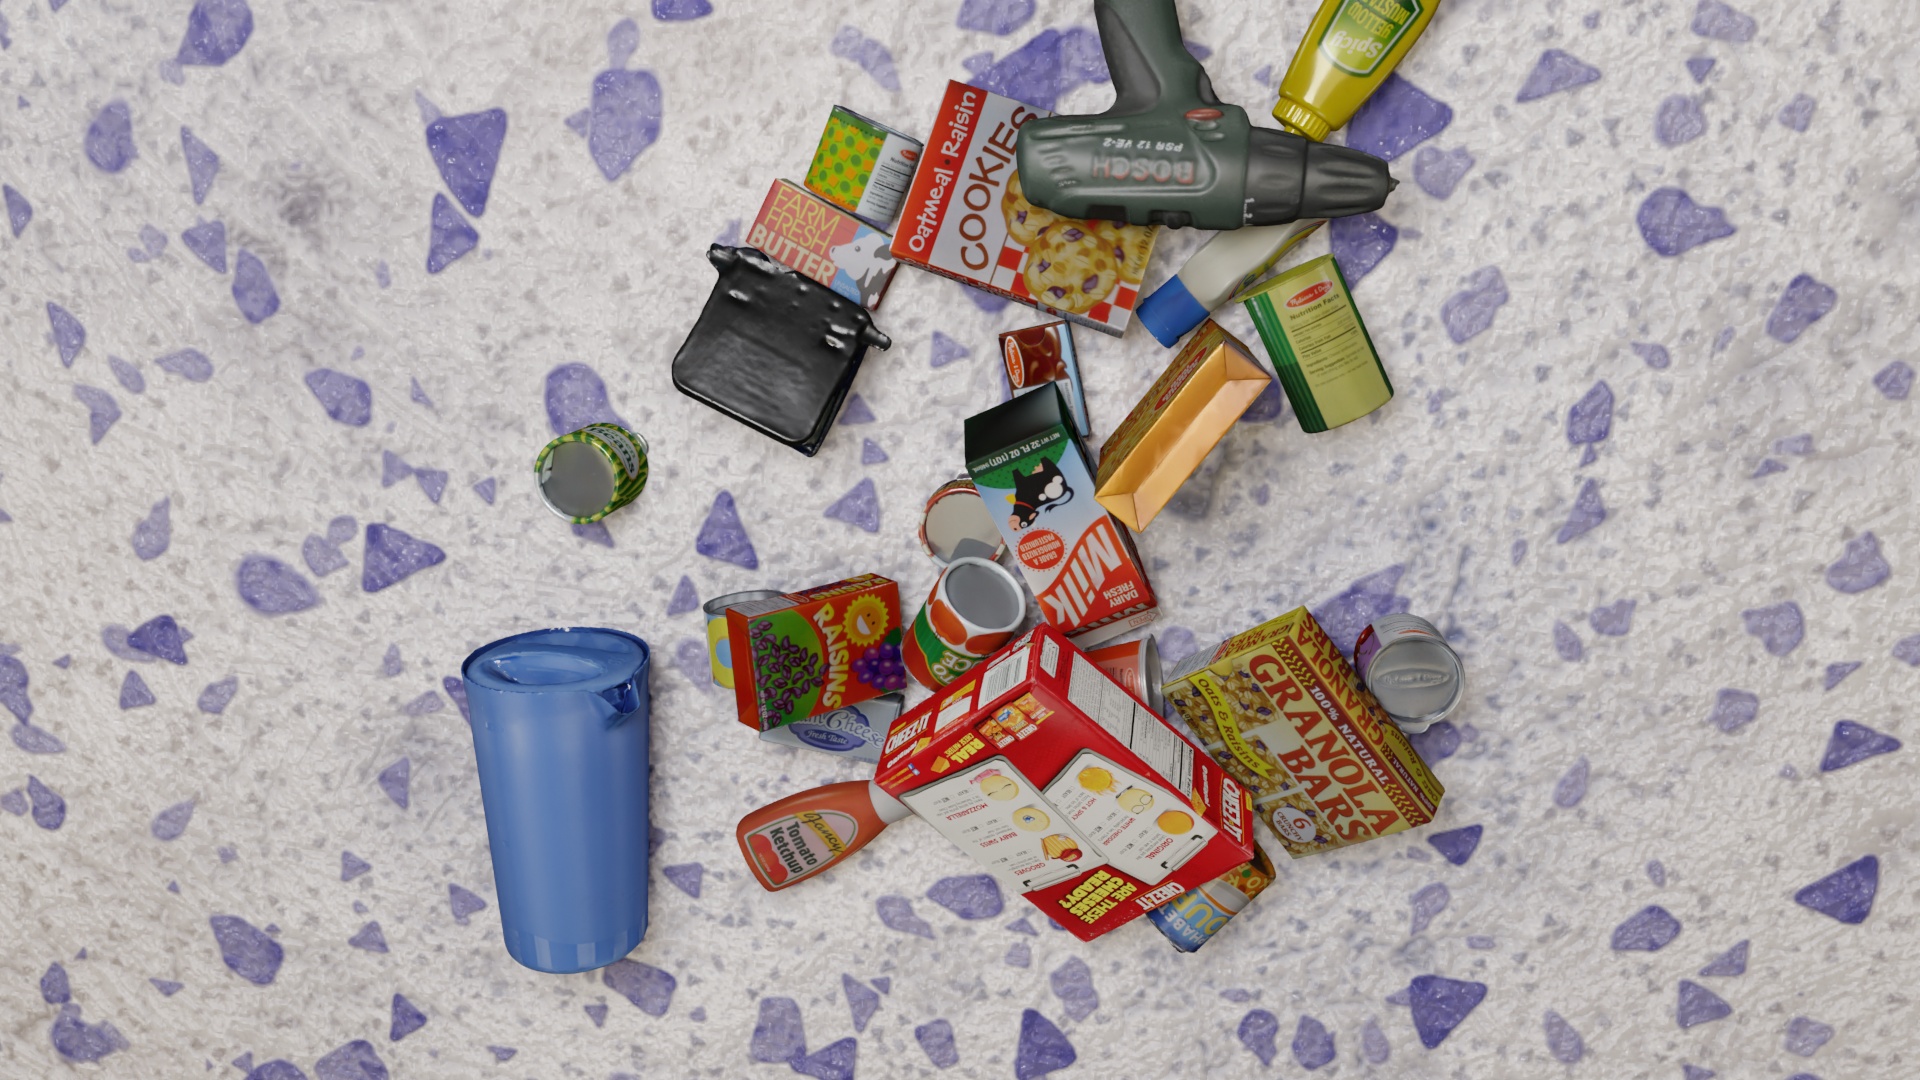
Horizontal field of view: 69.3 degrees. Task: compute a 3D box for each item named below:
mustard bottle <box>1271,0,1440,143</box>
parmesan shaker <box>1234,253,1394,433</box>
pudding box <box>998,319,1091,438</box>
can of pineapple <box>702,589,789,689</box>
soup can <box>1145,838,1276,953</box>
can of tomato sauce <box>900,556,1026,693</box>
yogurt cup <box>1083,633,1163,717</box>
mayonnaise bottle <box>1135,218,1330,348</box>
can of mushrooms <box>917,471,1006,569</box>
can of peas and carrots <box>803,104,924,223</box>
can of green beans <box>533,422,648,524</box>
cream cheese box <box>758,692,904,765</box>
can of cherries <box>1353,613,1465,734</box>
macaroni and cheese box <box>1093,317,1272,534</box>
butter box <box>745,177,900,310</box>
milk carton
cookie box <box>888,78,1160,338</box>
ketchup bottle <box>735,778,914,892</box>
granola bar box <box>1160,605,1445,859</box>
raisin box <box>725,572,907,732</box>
[{"bbox_3d":[0.246,-0.308,0.897,0.065,0.049,0.159,33,104,2],"label":"mustard bottle"},{"bbox_3d":[0.236,-0.130,0.929,0.071,0.071,0.103,-25,99,12],"label":"parmesan shaker"},{"bbox_3d":[0.060,-0.110,0.975,0.049,0.030,0.083,-11,101,11],"label":"pudding box"},{"bbox_3d":[-0.153,0.073,1.024,0.071,0.071,0.057,-2,103,8],"label":"can of pineapple"},{"bbox_3d":[0.180,0.252,1.020,0.071,0.071,0.083,43,104,-3],"label":"soup can"},{"bbox_3d":[0.003,0.063,0.984,0.071,0.071,0.082,30,136,0],"label":"can of tomato sauce"},{"bbox_3d":[0.114,0.106,1.000,0.054,0.072,0.072,-7,102,17],"label":"yogurt cup"},{"bbox_3d":[0.184,-0.189,0.926,0.147,0.065,0.041,-40,83,18],"label":"mayonnaise bottle"},{"bbox_3d":[0.004,-0.013,1.003,0.071,0.033,0.071,2,103,8],"label":"can of mushrooms"},{"bbox_3d":[-0.068,-0.256,0.941,0.071,0.071,0.058,25,105,1],"label":"can of peas and carrots"},{"bbox_3d":[-0.270,-0.050,1.016,0.071,0.058,0.071,2,103,7],"label":"can of green beans"},{"bbox_3d":[-0.098,0.134,1.053,0.104,0.024,0.053,12,104,5],"label":"cream cheese box"},{"bbox_3d":[0.312,0.092,0.974,0.071,0.058,0.071,1,103,6],"label":"can of cherries"},{"bbox_3d":[0.141,-0.079,0.901,0.040,0.167,0.123,38,105,-3],"label":"macaroni and cheese box"},{"bbox_3d":[-0.094,-0.208,0.975,0.103,0.024,0.053,28,104,0],"label":"butter box"},{"bbox_3d":[0.074,-0.006,0.960,0.072,0.074,0.190,-22,118,11],"label":"milk carton"},{"bbox_3d":[0.050,-0.222,0.934,0.167,0.040,0.123,19,90,3],"label":"cookie box"},{"bbox_3d":[-0.094,0.213,1.061,0.148,0.044,0.064,-25,100,11],"label":"ketchup bottle"},{"bbox_3d":[0.237,0.139,0.974,0.165,0.039,0.123,52,136,-6],"label":"granola bar box"},{"bbox_3d":[-0.102,0.079,0.998,0.124,0.040,0.086,-14,105,-33],"label":"raisin box"}]
